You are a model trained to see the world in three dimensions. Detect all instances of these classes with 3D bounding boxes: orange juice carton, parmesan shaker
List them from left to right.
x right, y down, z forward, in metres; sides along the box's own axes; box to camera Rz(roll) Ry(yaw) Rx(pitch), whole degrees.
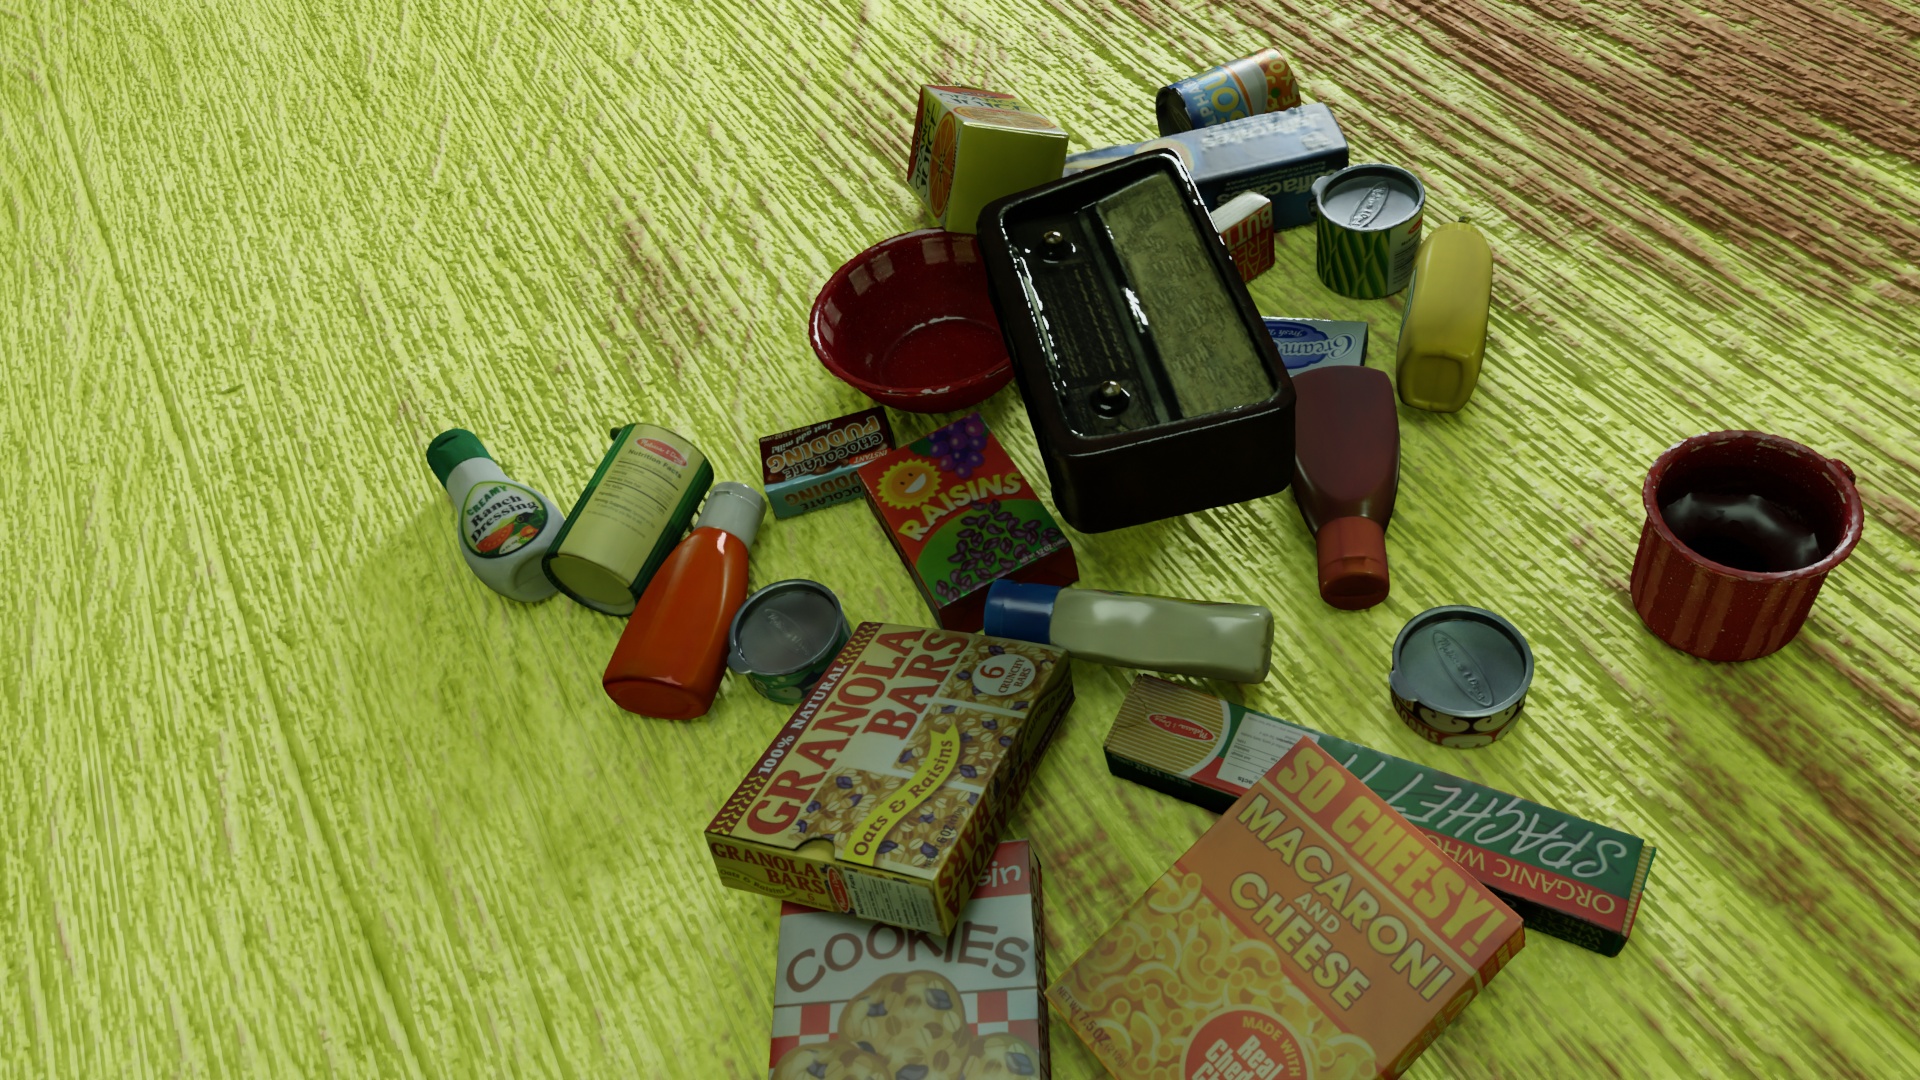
[{"bbox_3d":[-0.205,-0.014,0.848,0.071,0.071,0.103,9,55,20],"label":"parmesan shaker"},{"bbox_3d":[0.011,-0.269,0.965,0.073,0.071,0.193,3,26,-15],"label":"orange juice carton"}]

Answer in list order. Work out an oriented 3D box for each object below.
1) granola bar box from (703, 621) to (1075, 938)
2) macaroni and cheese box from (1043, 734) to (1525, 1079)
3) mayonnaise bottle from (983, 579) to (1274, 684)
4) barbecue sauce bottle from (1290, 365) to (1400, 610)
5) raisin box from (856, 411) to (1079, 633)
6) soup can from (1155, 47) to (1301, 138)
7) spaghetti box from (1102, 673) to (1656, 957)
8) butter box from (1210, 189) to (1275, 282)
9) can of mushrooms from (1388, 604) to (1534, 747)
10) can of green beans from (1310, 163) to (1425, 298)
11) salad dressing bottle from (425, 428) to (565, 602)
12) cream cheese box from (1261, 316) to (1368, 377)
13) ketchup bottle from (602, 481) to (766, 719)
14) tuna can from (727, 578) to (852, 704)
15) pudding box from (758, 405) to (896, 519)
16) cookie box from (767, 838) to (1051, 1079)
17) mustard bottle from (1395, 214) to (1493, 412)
[{"bbox_3d":[-0.030,0.109,0.690,0.124,0.039,0.166,5,37,26],"label":"granola bar box"},{"bbox_3d":[0.138,0.186,0.603,0.166,0.040,0.124,-43,54,-6],"label":"macaroni and cheese box"},{"bbox_3d":[0.087,0.046,0.731,0.148,0.065,0.041,7,86,18],"label":"mayonnaise bottle"},{"bbox_3d":[0.215,-0.032,0.778,0.065,0.043,0.149,-2,52,12],"label":"barbecue sauce bottle"},{"bbox_3d":[0.003,-0.010,0.815,0.086,0.040,0.124,-27,52,-7],"label":"raisin box"},{"bbox_3d":[0.191,-0.306,0.987,0.084,0.071,0.071,-23,50,-6],"label":"soup can"},{"bbox_3d":[0.191,0.127,0.665,0.250,0.028,0.050,17,58,25],"label":"spaghetti box"},{"bbox_3d":[0.160,-0.181,0.906,0.104,0.053,0.024,-33,49,-14],"label":"butter box"},{"bbox_3d":[0.247,0.069,0.695,0.071,0.033,0.071,-6,51,8],"label":"can of mushrooms"},{"bbox_3d":[0.262,-0.198,0.891,0.071,0.057,0.071,-7,51,8],"label":"can of green beans"},{"bbox_3d":[-0.300,-0.020,0.892,0.064,0.043,0.148,-35,52,-16],"label":"salad dressing bottle"},{"bbox_3d":[0.196,-0.112,0.860,0.104,0.024,0.053,6,55,18],"label":"cream cheese box"},{"bbox_3d":[-0.154,0.032,0.815,0.065,0.043,0.149,1,52,21],"label":"ketchup bottle"},{"bbox_3d":[-0.097,0.059,0.786,0.071,0.032,0.071,-7,50,8],"label":"tuna can"},{"bbox_3d":[-0.082,-0.049,0.872,0.084,0.030,0.050,-15,50,2],"label":"pudding box"},{"bbox_3d":[-0.022,0.224,0.631,0.123,0.040,0.168,-7,52,8],"label":"cookie box"},{"bbox_3d":[0.296,-0.148,0.842,0.049,0.065,0.161,11,49,15],"label":"mustard bottle"}]
